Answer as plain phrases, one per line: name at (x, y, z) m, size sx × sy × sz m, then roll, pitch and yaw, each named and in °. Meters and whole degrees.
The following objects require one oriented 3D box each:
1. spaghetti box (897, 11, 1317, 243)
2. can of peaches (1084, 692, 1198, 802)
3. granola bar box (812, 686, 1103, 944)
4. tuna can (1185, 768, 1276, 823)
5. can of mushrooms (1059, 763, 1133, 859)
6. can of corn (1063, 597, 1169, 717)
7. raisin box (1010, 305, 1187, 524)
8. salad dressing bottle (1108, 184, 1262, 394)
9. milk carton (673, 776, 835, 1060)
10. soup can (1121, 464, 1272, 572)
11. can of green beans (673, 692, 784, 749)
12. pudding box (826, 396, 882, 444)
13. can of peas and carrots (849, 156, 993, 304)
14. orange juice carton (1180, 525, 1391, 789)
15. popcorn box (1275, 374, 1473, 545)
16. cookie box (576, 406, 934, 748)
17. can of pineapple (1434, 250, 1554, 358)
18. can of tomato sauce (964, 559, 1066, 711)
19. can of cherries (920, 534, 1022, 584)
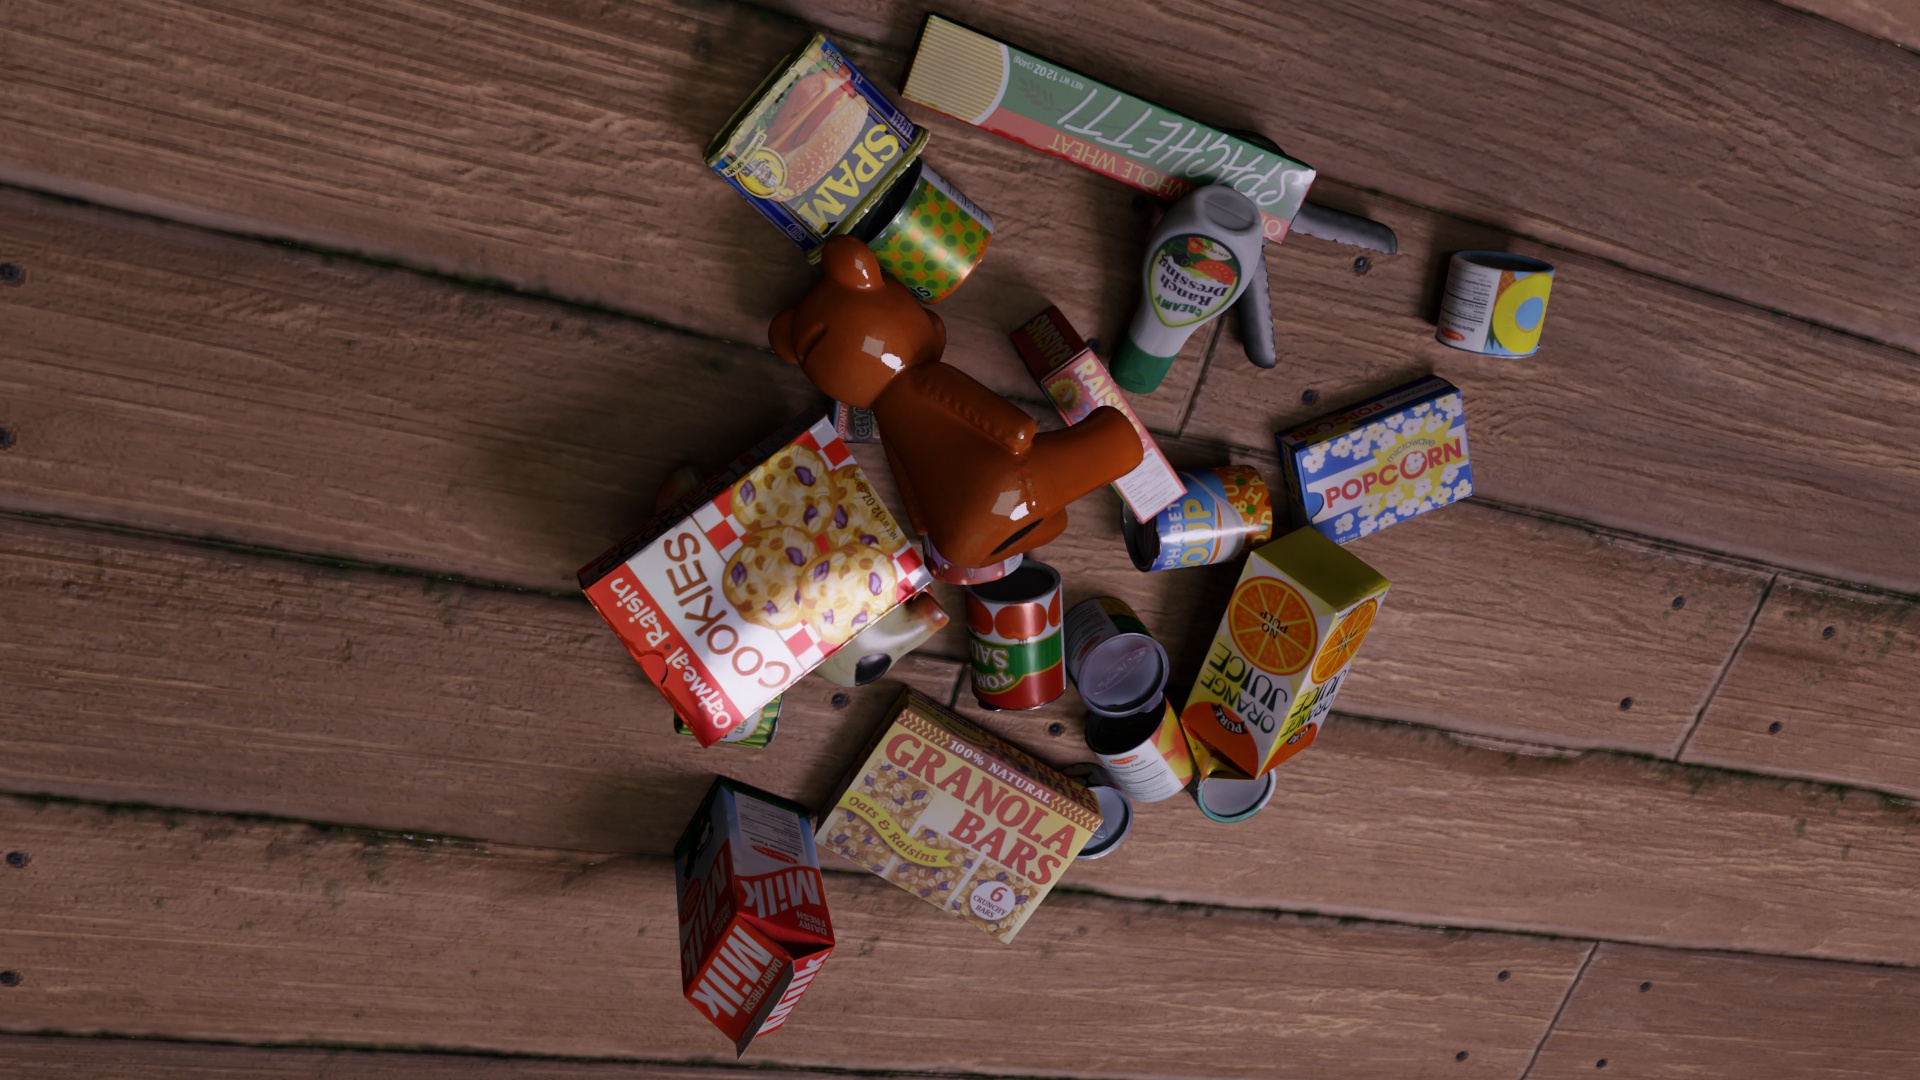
spaghetti box at (0.089, -0.240, 0.815) m, size 0.250 × 0.029 × 0.050 m, roll 18°, pitch 113°, yaw -11°
can of peaches at (0.134, 0.146, 1.010) m, size 0.071 × 0.071 × 0.058 m, roll -35°, pitch 118°, yaw 3°
granola bar box at (-0.002, 0.197, 0.990) m, size 0.165 × 0.039 × 0.124 m, roll 31°, pitch 105°, yaw -11°
tuna can at (0.203, 0.181, 1.062) m, size 0.071 × 0.033 × 0.070 m, roll -6°, pitch 116°, yaw -13°
can of mushrooms at (0.091, 0.205, 1.042) m, size 0.071 × 0.033 × 0.070 m, roll -6°, pitch 116°, yaw -13°
can of corn at (0.106, 0.083, 0.976) m, size 0.071 × 0.058 × 0.070 m, roll -6°, pitch 115°, yaw -12°
raisin box at (0.086, -0.080, 0.879) m, size 0.040 × 0.086 × 0.123 m, roll -34°, pitch 118°, yaw 8°
salad dressing bottle at (0.133, -0.148, 0.848) m, size 0.064 × 0.044 × 0.146 m, roll 24°, pitch 143°, yaw -1°
milk carton at (-0.136, 0.245, 0.910) m, size 0.073 × 0.191 × 0.072 m, roll 26°, pitch 106°, yaw -23°
soup can at (0.160, -0.014, 0.938) m, size 0.084 × 0.071 × 0.071 m, roll -6°, pitch 116°, yaw -12°
can of green beans at (-0.151, 0.099, 0.910) m, size 0.058 × 0.071 × 0.071 m, roll 14°, pitch 110°, yaw -20°
pudding box at (-0.055, -0.103, 0.862) m, size 0.050 × 0.030 × 0.083 m, roll 3°, pitch 113°, yaw -15°
can of peas and carrots at (-0.025, -0.179, 0.815) m, size 0.058 × 0.071 × 0.071 m, roll 34°, pitch 102°, yaw -26°
orange juice carton at (0.216, 0.093, 0.962) m, size 0.072 × 0.073 × 0.191 m, roll -20°, pitch 137°, yaw -42°
popcorn box at (0.291, -0.054, 0.974) m, size 0.127 × 0.038 × 0.085 m, roll -21°, pitch 119°, yaw -5°
cookie box at (-0.117, 0.021, 0.808) m, size 0.168 × 0.040 × 0.122 m, roll -37°, pitch 113°, yaw -10°
can of pineapple at (0.358, -0.159, 0.928) m, size 0.071 × 0.071 × 0.057 m, roll -2°, pitch 115°, yaw -14°
can of tomato sauce at (0.036, 0.064, 0.943) m, size 0.071 × 0.071 × 0.082 m, roll -9°, pitch 116°, yaw -11°
can of cherries at (0.003, -0.011, 0.902) m, size 0.071 × 0.072 × 0.058 m, roll -11°, pitch 118°, yaw -10°
